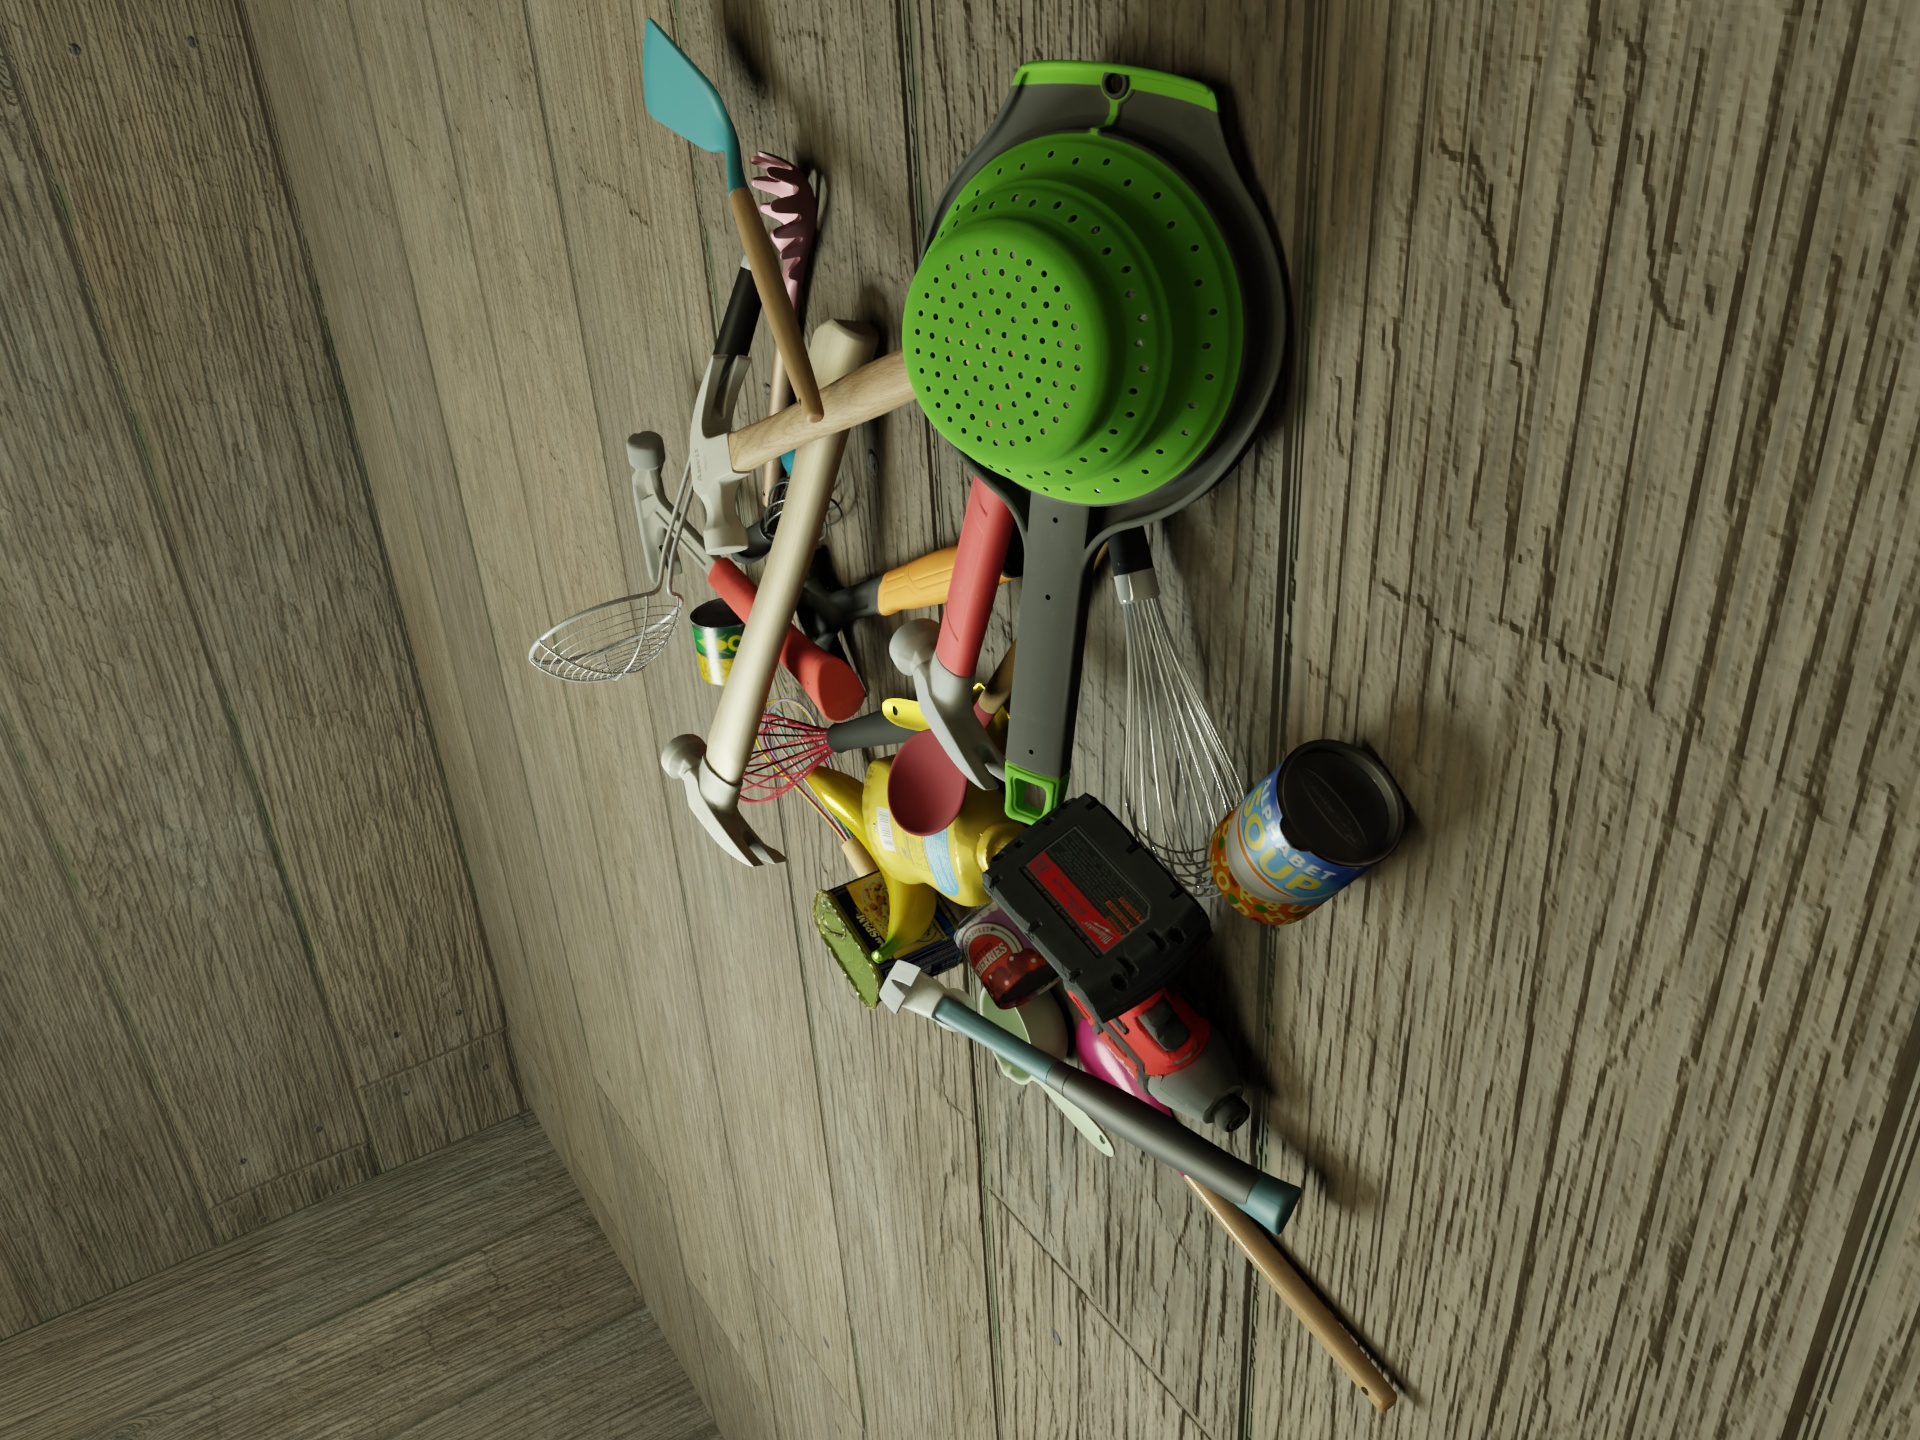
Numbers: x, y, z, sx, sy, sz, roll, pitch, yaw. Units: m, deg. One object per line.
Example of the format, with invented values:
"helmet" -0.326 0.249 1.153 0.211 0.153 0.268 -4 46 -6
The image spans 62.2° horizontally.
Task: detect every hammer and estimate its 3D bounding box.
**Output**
"hammer" 0.032 -0.142 0.869 0.143 0.038 0.386 57 145 42
"hammer" -0.181 -0.098 1.291 0.359 0.036 0.149 45 149 41
"hammer" -0.126 -0.087 1.144 0.146 0.038 0.410 45 127 36
"hammer" -0.039 -0.084 1.114 0.337 0.034 0.127 -9 99 63
"hammer" -0.080 -0.204 1.024 0.331 0.031 0.130 -12 87 49
"hammer" 0.074 0.233 1.014 0.331 0.033 0.128 23 171 40

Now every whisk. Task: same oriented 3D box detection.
"whisk" -0.146 -0.152 1.264 0.239 0.055 0.055 -12 98 68
"whisk" -0.106 0.086 1.354 0.245 0.047 0.051 58 150 15
"whisk" 0.103 -0.041 0.858 0.070 0.070 0.284 -5 99 63
"whisk" -0.106 0.016 1.234 0.296 0.073 0.073 -13 97 47

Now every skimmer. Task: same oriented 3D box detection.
"skimmer" -0.233 -0.188 1.220 0.090 0.127 0.363 29 108 24

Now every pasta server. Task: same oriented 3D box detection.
"pasta server" -0.136 -0.271 1.164 0.316 0.040 0.060 104 150 -51

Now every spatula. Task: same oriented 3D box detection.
"spatula" -0.149 -0.323 1.046 0.082 0.044 0.318 112 142 -61

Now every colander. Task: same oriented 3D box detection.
"colander" 0.035 -0.108 0.780 0.205 0.094 0.396 20 120 28

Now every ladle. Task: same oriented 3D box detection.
"ladle" 0.026 -0.026 0.991 0.069 0.031 0.315 61 142 24

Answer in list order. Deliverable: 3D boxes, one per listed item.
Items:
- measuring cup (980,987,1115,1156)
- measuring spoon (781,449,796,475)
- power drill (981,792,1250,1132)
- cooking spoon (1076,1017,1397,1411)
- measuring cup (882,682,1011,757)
"measuring cup" 0.072 0.244 1.126 0.168 0.038 0.083 43 142 45
"measuring spoon" -0.108 -0.209 1.171 0.128 0.021 0.042 -28 83 65
"power drill" 0.100 0.149 0.905 0.143 0.078 0.219 47 171 37
"cooking spoon" 0.165 0.308 1.022 0.319 0.017 0.068 46 145 41
"measuring cup" -0.002 -0.003 1.090 0.157 0.029 0.062 10 113 54
